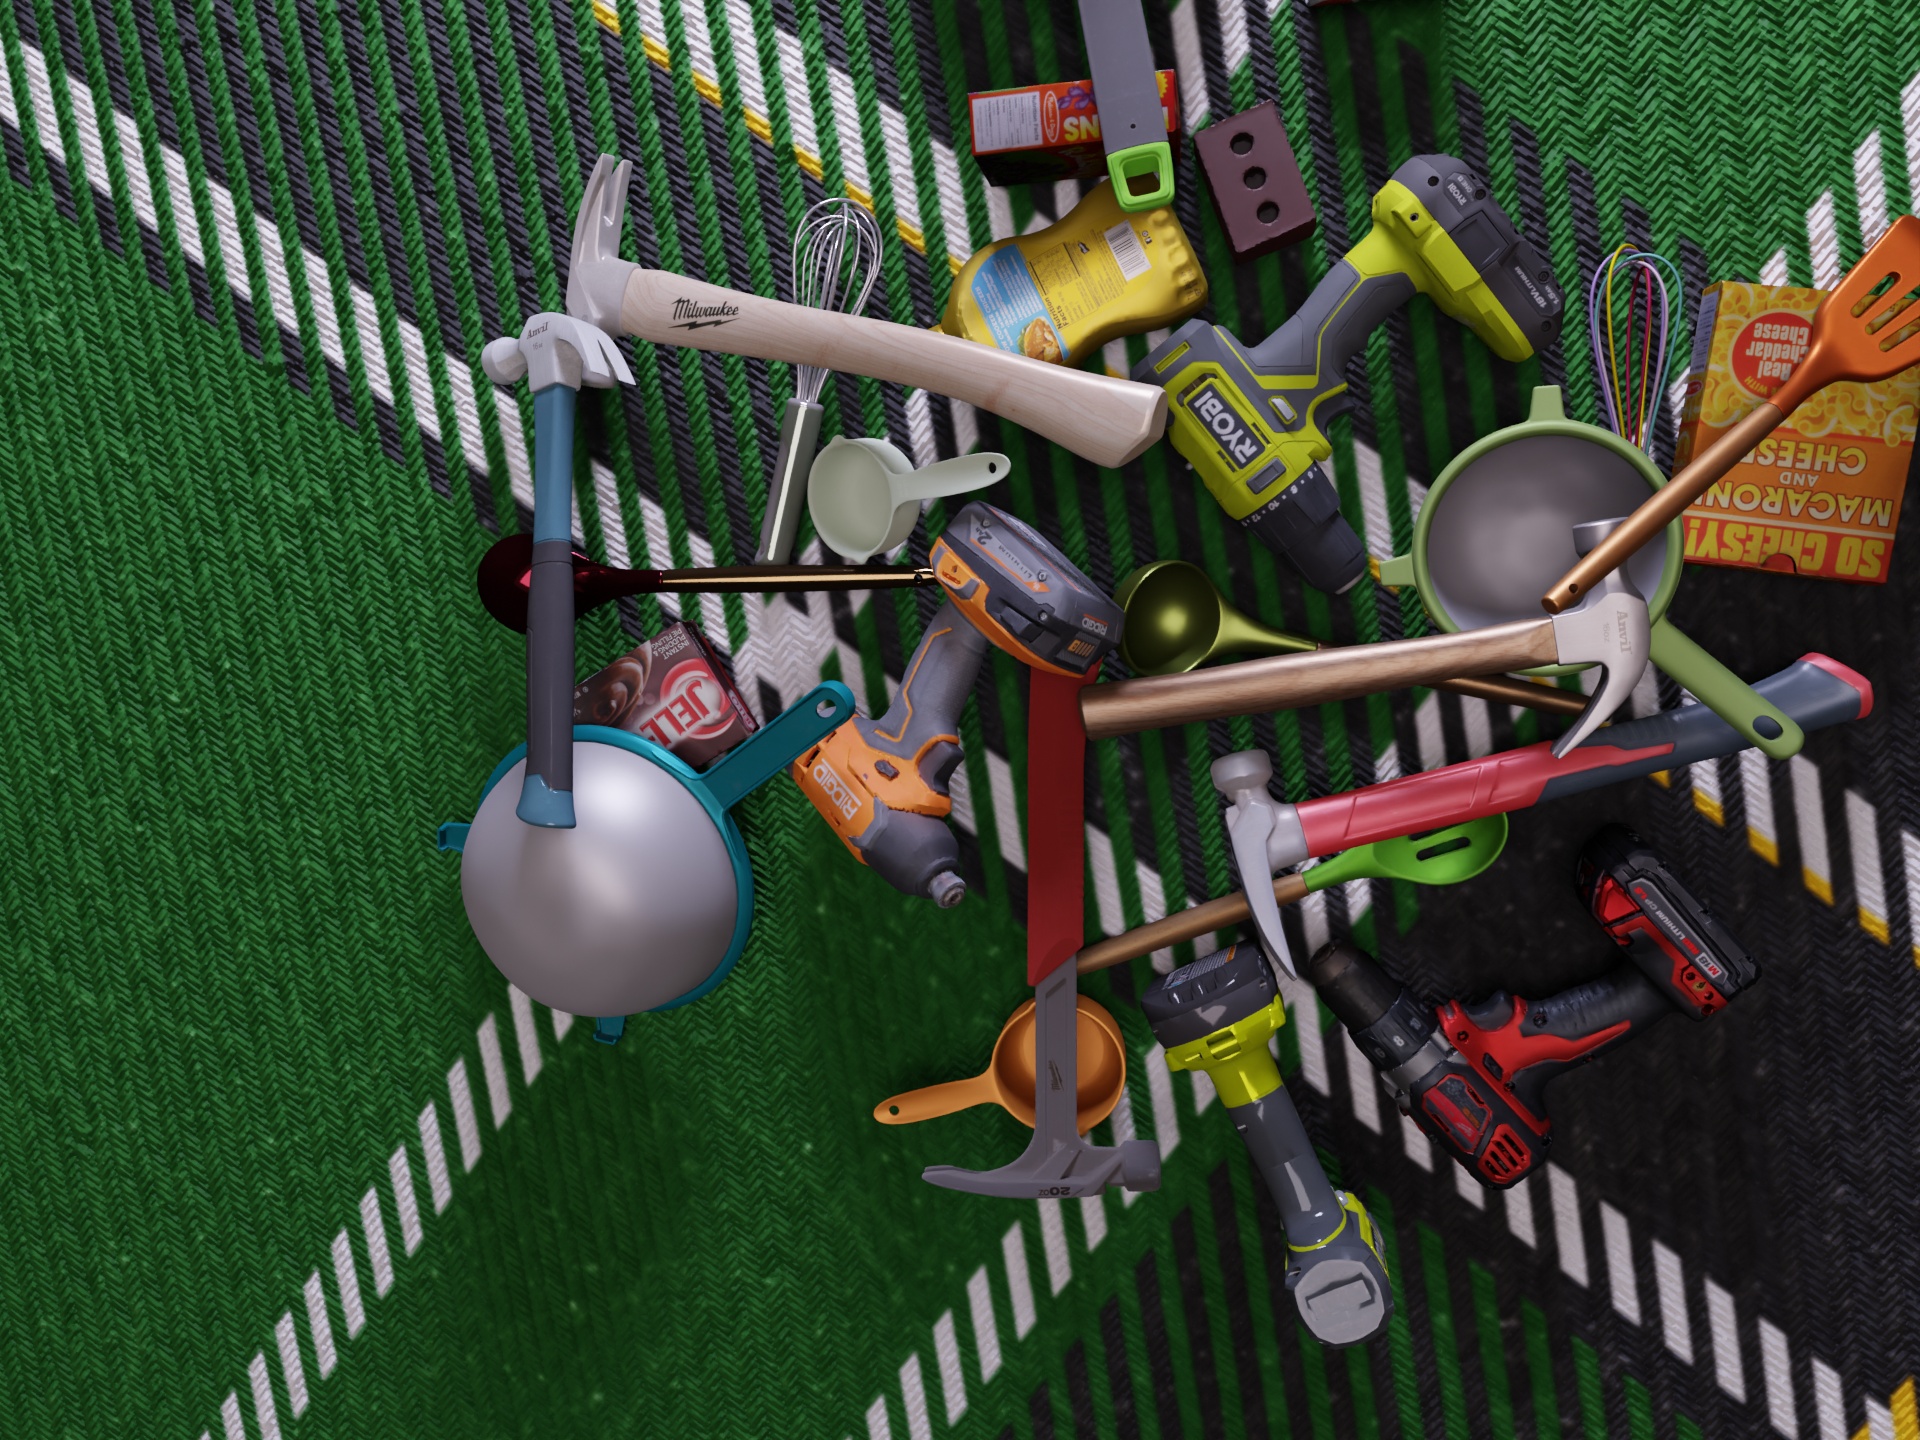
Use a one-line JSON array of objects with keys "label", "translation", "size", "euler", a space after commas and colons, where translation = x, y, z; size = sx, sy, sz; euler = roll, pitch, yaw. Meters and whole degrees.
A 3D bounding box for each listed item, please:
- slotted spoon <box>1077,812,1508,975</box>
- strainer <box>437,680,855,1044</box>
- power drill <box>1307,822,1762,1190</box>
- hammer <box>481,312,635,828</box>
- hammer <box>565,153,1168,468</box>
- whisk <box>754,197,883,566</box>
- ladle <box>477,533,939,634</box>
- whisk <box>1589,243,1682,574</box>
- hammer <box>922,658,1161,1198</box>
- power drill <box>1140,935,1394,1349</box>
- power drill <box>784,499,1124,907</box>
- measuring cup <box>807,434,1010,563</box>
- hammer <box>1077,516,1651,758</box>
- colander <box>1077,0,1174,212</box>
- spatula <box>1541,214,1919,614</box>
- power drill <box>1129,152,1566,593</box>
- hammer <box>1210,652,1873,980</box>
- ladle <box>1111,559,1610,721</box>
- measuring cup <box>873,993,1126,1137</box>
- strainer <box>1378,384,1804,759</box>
[{"label": "slotted spoon", "translation": [0.200, 0.113, 1.036], "size": [0.314, 0.031, 0.070], "euler": [-22, 92, 12]}, {"label": "strainer", "translation": [-0.203, 0.083, 1.013], "size": [0.340, 0.095, 0.211], "euler": [-36, 95, 27]}, {"label": "power drill", "translation": [0.351, 0.163, 0.997], "size": [0.226, 0.080, 0.188], "euler": [-43, 89, 14]}, {"label": "hammer", "translation": [-0.256, -0.096, 0.996], "size": [0.128, 0.033, 0.331], "euler": [-9, 78, 40]}, {"label": "hammer", "translation": [-0.068, -0.239, 0.971], "size": [0.411, 0.038, 0.146], "euler": [18, 106, 21]}, {"label": "whisk", "translation": [-0.099, -0.213, 1.033], "size": [0.059, 0.058, 0.246], "euler": [9, 104, -23]}, {"label": "ladle", "translation": [-0.169, -0.091, 1.043], "size": [0.315, 0.031, 0.069], "euler": [-1, 106, 5]}, {"label": "whisk", "translation": [0.412, -0.164, 0.967], "size": [0.051, 0.047, 0.245], "euler": [-2, 101, 21]}, {"label": "hammer", "translation": [0.051, 0.119, 1.014], "size": [0.149, 0.036, 0.359], "euler": [0, 85, 3]}, {"label": "power drill", "translation": [0.197, 0.255, 0.991], "size": [0.080, 0.171, 0.223], "euler": [-25, 84, 10]}, {"label": "power drill", "translation": [-0.002, -0.003, 0.989], "size": [0.226, 0.084, 0.164], "euler": [-54, 53, 15]}, {"label": "measuring cup", "translation": [-0.025, -0.148, 0.997], "size": [0.167, 0.038, 0.083], "euler": [-5, 99, 40]}, {"label": "hammer", "translation": [0.234, -0.026, 0.948], "size": [0.331, 0.031, 0.130], "euler": [-9, 95, 16]}, {"label": "colander", "translation": [0.070, -0.484, 0.896], "size": [0.204, 0.094, 0.397], "euler": [-11, 78, 8]}, {"label": "spatula", "translation": [0.443, -0.161, 0.888], "size": [0.322, 0.041, 0.081], "euler": [-39, 89, -13]}, {"label": "power drill", "translation": [0.244, -0.207, 0.967], "size": [0.228, 0.080, 0.190], "euler": [-39, 95, 13]}, {"label": "hammer", "translation": [0.358, 0.046, 0.965], "size": [0.386, 0.038, 0.143], "euler": [-14, 77, 4]}, {"label": "ladle", "translation": [0.250, -0.037, 0.997], "size": [0.320, 0.062, 0.078], "euler": [12, 101, 4]}, {"label": "measuring cup", "translation": [0.027, 0.236, 1.064], "size": [0.173, 0.052, 0.095], "euler": [-17, 94, 12]}, {"label": "strainer", "translation": [0.391, -0.070, 0.951], "size": [0.256, 0.069, 0.151], "euler": [41, 108, 8]}]
